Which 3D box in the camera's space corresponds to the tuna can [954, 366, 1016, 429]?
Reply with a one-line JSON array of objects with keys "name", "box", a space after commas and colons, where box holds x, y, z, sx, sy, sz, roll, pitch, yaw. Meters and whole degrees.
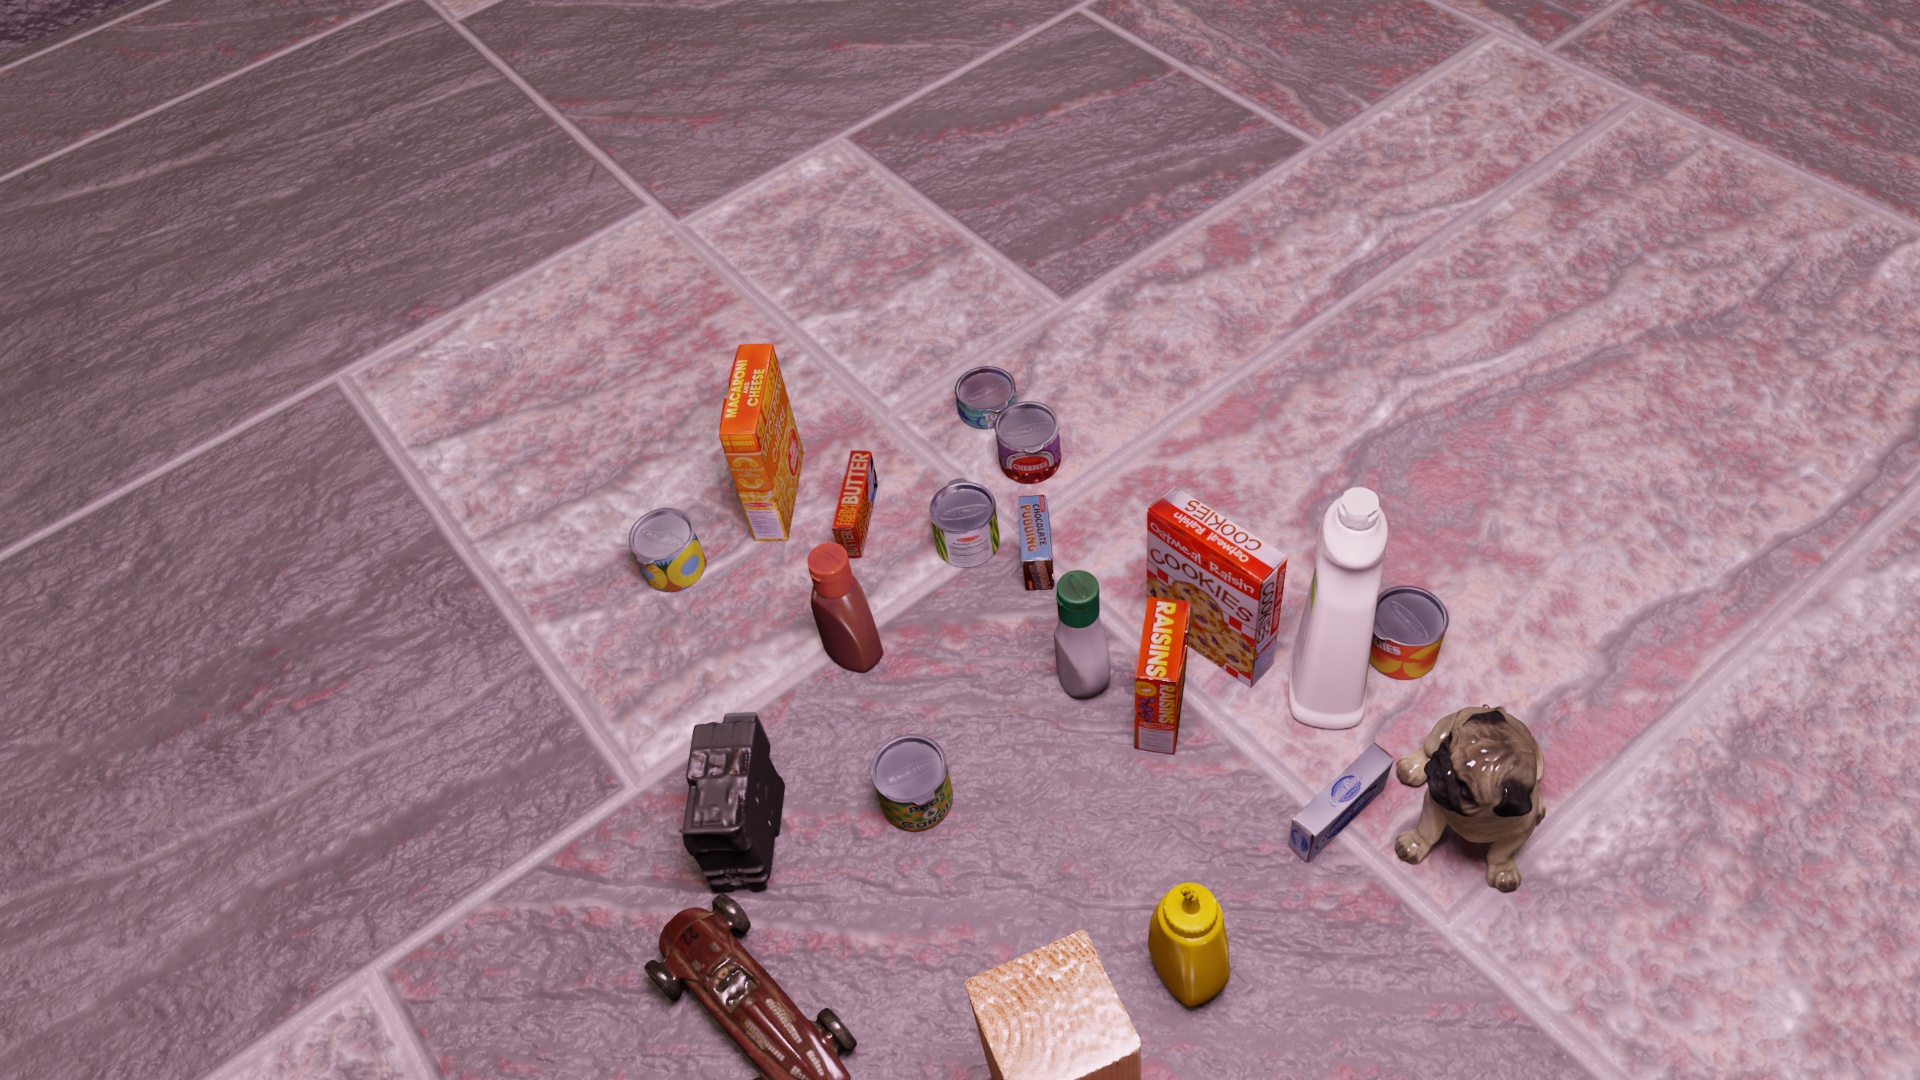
[{"name": "tuna can", "box": [0.029, -0.153, 1.503, 0.071, 0.032, 0.071, -3, 52, 4]}]

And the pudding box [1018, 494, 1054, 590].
[{"name": "pudding box", "box": [0.074, 0.001, 1.365, 0.030, 0.049, 0.084, -5, 52, 4]}]

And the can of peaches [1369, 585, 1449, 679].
[{"name": "can of peaches", "box": [0.399, 0.085, 1.253, 0.071, 0.057, 0.071, -3, 52, 5]}]

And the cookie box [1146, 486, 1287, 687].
[{"name": "cookie box", "box": [0.224, 0.044, 1.238, 0.123, 0.166, 0.040, 35, 64, 29]}]

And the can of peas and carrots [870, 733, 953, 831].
[{"name": "can of peas and carrots", "box": [-0.040, 0.213, 1.207, 0.071, 0.058, 0.071, -3, 52, 5]}]

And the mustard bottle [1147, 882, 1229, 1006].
[{"name": "mustard bottle", "box": [0.174, 0.297, 1.049, 0.049, 0.159, 0.065, -28, 54, -14]}]

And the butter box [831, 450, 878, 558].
[{"name": "butter box", "box": [-0.106, -0.037, 1.415, 0.024, 0.052, 0.104, 3, 52, 9]}]

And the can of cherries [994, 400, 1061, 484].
[{"name": "can of cherries", "box": [0.070, -0.099, 1.439, 0.071, 0.058, 0.072, -3, 52, 5]}]

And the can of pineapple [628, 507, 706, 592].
[{"name": "can of pineapple", "box": [-0.295, 0.011, 1.398, 0.071, 0.057, 0.071, -3, 52, 5]}]

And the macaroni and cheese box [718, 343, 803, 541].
[{"name": "macaroni and cheese box", "box": [-0.200, -0.097, 1.402, 0.040, 0.165, 0.124, -1, 52, 7]}]

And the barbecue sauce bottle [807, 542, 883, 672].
[{"name": "barbecue sauce bottle", "box": [-0.110, 0.061, 1.278, 0.065, 0.147, 0.044, 30, 61, 27]}]

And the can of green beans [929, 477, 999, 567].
[{"name": "can of green beans", "box": [0.005, -0.015, 1.382, 0.071, 0.057, 0.071, -3, 52, 5]}]

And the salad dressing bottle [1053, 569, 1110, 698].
[{"name": "salad dressing bottle", "box": [0.107, 0.084, 1.233, 0.044, 0.147, 0.064, -23, 53, -11]}]

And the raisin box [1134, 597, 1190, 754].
[{"name": "raisin box", "box": [0.176, 0.119, 1.212, 0.040, 0.122, 0.086, 7, 53, 12]}]

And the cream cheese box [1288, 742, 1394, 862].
[{"name": "cream cheese box", "box": [0.318, 0.219, 1.160, 0.104, 0.053, 0.024, -37, 56, -20]}]
